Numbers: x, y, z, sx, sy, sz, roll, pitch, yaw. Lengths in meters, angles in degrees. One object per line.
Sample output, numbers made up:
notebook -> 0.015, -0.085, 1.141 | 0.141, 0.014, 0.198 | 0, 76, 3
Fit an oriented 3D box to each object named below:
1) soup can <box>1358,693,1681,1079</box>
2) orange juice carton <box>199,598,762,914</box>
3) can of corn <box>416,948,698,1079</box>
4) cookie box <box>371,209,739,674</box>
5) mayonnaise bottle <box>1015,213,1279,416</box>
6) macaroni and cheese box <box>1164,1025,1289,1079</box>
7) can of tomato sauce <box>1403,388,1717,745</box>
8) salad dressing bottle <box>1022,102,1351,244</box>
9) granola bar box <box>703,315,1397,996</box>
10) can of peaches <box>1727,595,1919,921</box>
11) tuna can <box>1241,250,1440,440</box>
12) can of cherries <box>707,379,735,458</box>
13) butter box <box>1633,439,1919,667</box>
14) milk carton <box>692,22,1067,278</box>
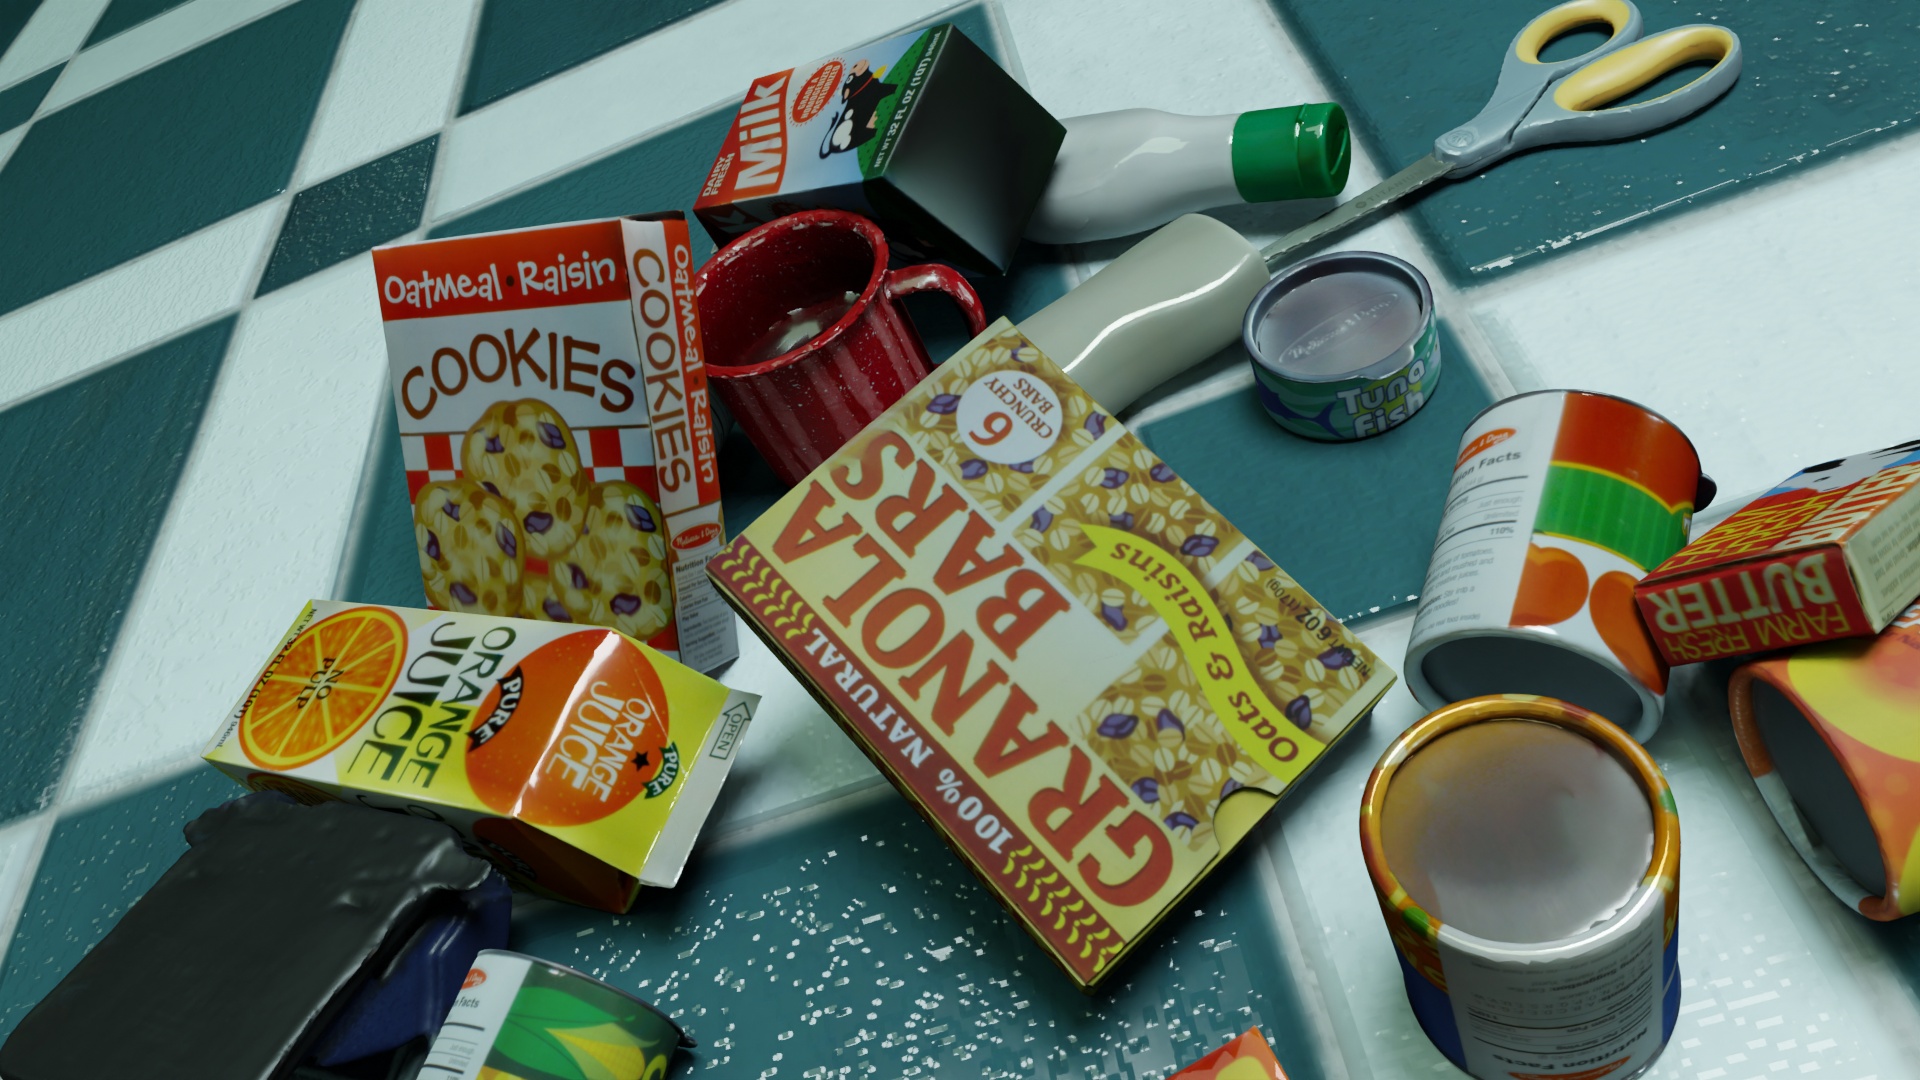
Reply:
soup can -> 0.133, 0.083, 0.330 | 0.071, 0.083, 0.072 | -14, 47, 15
orange juice carton -> -0.161, 0.075, 0.488 | 0.192, 0.072, 0.072 | 3, 53, 28
can of corn -> -0.120, 0.160, 0.401 | 0.071, 0.071, 0.058 | 2, 54, 27
cookie box -> -0.153, -0.034, 0.526 | 0.123, 0.167, 0.040 | 0, 12, 27
mayonnaise bottle -> 0.046, -0.069, 0.536 | 0.148, 0.041, 0.065 | -34, 34, -3
macaroni and cheese box -> 0.021, 0.194, 0.269 | 0.166, 0.040, 0.124 | -30, 49, -1
can of tomato sauce -> 0.168, 0.011, 0.390 | 0.071, 0.071, 0.083 | 7, 56, 30
salad dressing bottle -> 0.086, -0.156, 0.583 | 0.147, 0.043, 0.064 | 3, 51, 33
granola bar box -> 0.024, 0.029, 0.415 | 0.124, 0.039, 0.166 | -41, 72, -12
can of peaches -> 0.226, 0.047, 0.326 | 0.058, 0.071, 0.071 | -23, 45, 8
tuna can -> 0.138, -0.068, 0.496 | 0.071, 0.032, 0.071 | -14, 47, 15
can of cherries -> -0.136, -0.048, 0.587 | 0.071, 0.071, 0.059 | -1, 52, 26
butter box -> 0.224, 0.000, 0.355 | 0.104, 0.024, 0.053 | -23, 0, -33
milk carton -> -0.051, -0.161, 0.614 | 0.190, 0.073, 0.072 | 11, 74, 51
